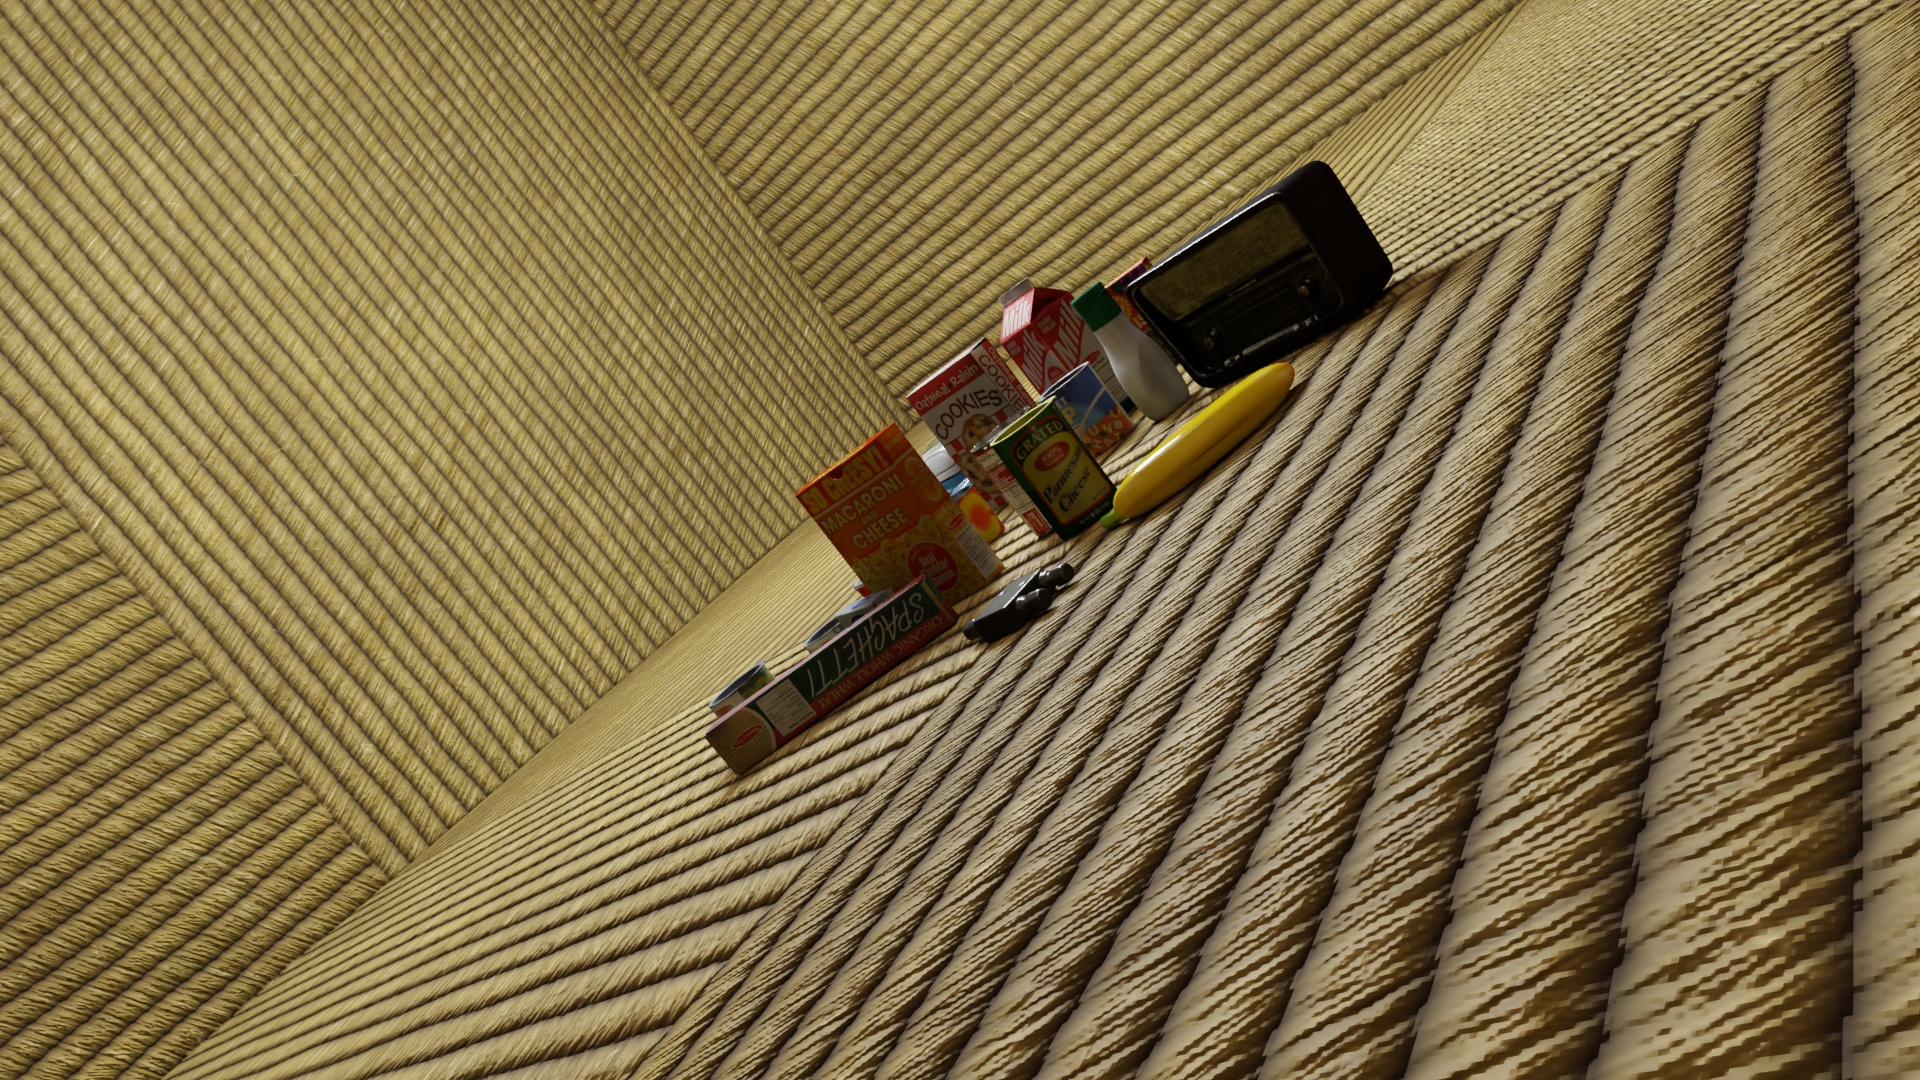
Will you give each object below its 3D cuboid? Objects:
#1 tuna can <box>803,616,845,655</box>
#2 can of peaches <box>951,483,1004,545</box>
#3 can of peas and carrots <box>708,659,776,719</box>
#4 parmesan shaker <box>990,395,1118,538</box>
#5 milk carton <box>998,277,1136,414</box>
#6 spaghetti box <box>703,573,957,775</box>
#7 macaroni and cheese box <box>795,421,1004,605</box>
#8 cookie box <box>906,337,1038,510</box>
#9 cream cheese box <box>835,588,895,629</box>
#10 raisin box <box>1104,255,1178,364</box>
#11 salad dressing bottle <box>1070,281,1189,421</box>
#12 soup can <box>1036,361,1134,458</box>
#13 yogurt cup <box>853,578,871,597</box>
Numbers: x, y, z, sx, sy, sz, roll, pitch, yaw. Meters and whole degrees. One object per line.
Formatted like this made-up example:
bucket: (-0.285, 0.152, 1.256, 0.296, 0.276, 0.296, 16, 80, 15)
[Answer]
tuna can: (-0.126, 0.100, 1.439, 0.071, 0.033, 0.071, -37, 8, 6)
can of peaches: (0.005, -0.018, 1.447, 0.071, 0.058, 0.071, -37, 8, 6)
can of peas and carrots: (-0.194, 0.157, 1.317, 0.071, 0.058, 0.071, -37, 8, 6)
parmesan shaker: (0.084, -0.062, 1.187, 0.071, 0.103, 0.071, -37, 8, 6)
milk carton: (0.116, -0.211, 1.578, 0.074, 0.190, 0.072, -42, 9, -29)
spaghetti box: (-0.114, 0.118, 1.218, 0.249, 0.050, 0.029, -36, 8, 13)
macaroni and cheese box: (-0.057, -0.009, 1.276, 0.123, 0.166, 0.040, -31, 10, 39)
cookie box: (0.033, -0.129, 1.562, 0.122, 0.167, 0.040, -30, 11, 46)
cream cheese box: (-0.075, 0.077, 1.273, 0.024, 0.053, 0.103, -41, 9, -25)
raisin box: (0.222, -0.263, 1.657, 0.086, 0.123, 0.040, -34, 8, 25)
salad dressing bottle: (0.168, -0.189, 1.384, 0.044, 0.147, 0.064, -30, 11, 47)
soup can: (0.131, -0.134, 1.462, 0.071, 0.083, 0.071, -37, 8, 6)
yogurt cup: (-0.066, 0.046, 1.407, 0.072, 0.054, 0.072, -37, 8, 6)
